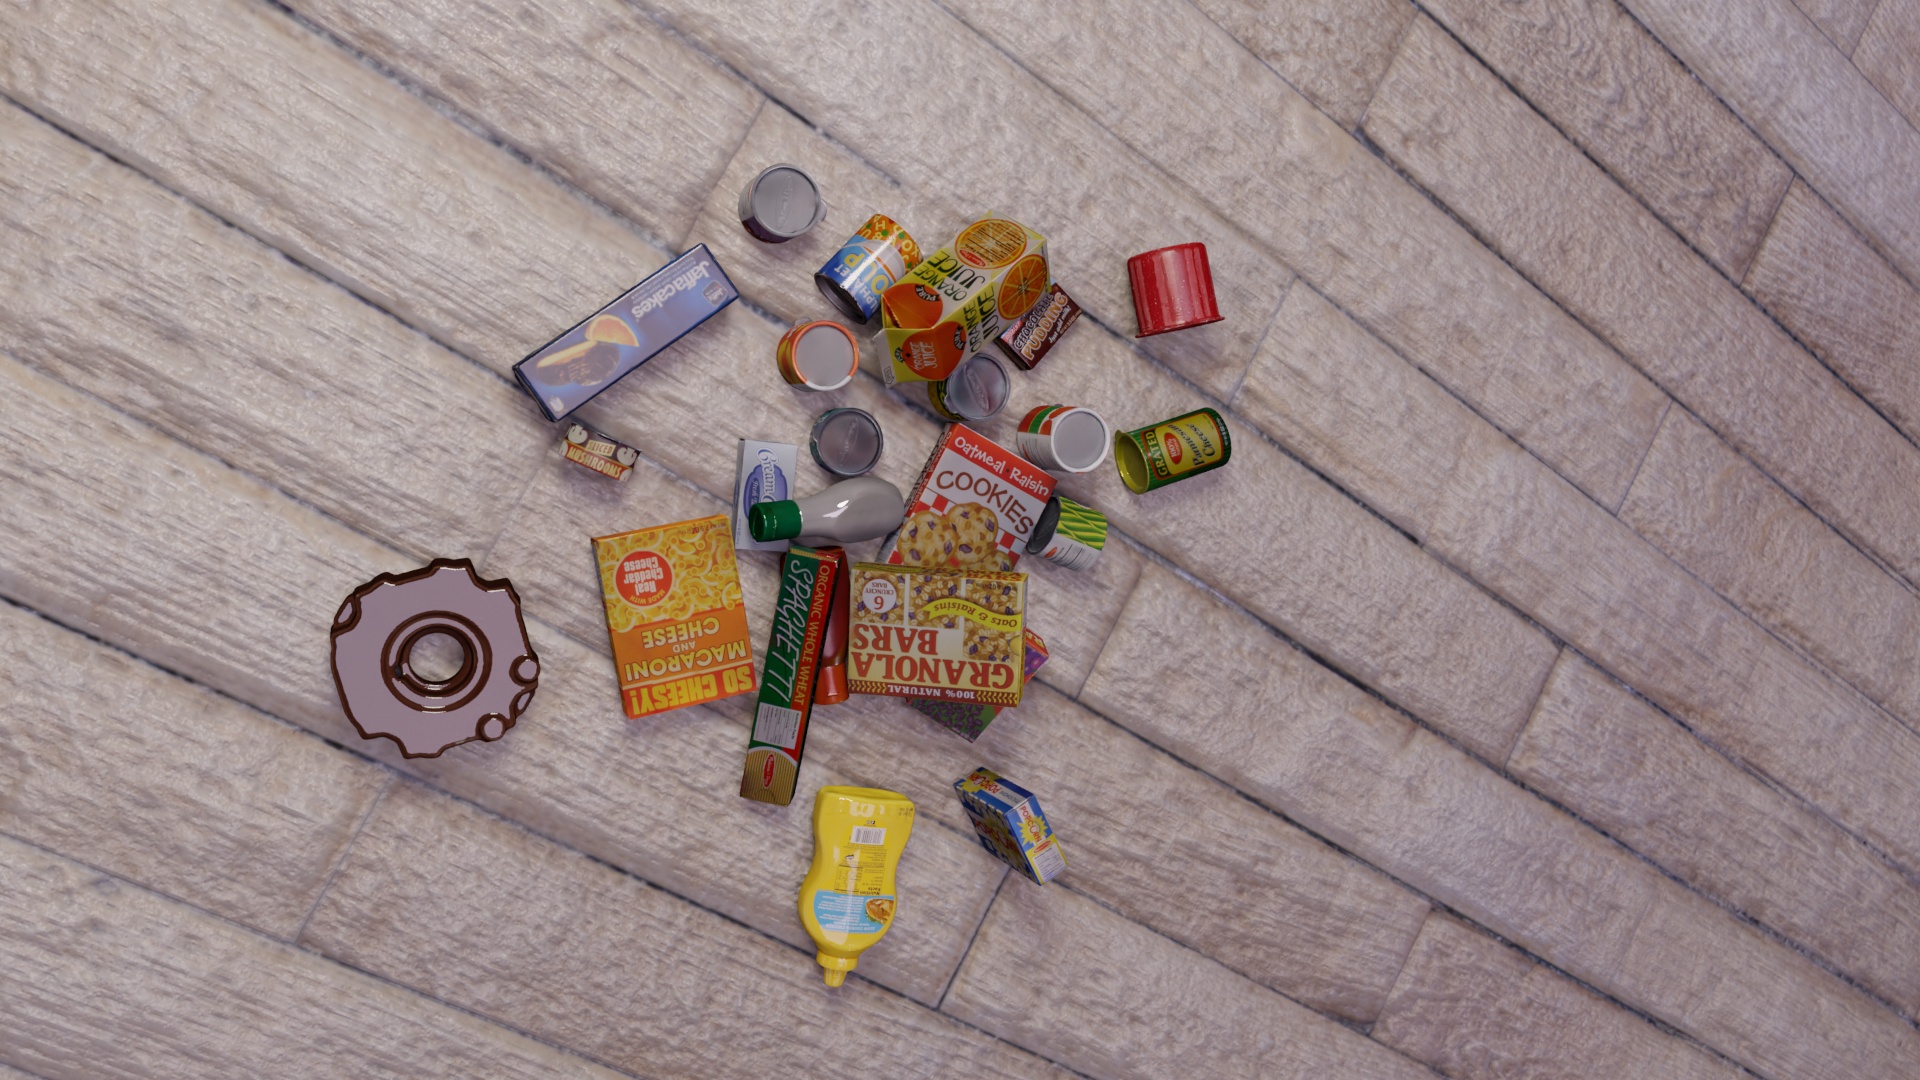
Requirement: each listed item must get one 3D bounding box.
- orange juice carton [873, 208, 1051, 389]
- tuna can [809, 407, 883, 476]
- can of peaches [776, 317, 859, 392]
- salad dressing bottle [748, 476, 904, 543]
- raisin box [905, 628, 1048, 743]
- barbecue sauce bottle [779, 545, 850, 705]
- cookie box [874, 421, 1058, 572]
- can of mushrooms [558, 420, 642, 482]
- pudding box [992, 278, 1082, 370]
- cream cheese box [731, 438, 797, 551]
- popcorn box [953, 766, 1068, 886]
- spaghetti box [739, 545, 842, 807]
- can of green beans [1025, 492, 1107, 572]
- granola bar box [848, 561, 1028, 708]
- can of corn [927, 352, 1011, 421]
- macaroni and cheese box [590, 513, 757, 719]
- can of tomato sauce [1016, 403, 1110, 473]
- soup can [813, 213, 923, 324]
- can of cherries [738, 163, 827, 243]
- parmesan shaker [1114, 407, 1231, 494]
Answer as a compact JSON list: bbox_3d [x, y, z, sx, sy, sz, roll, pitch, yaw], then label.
[{"bbox_3d":[-0.007,-0.222,1.311,0.193,0.073,0.071,-41,149,-20],"label":"orange juice carton"},{"bbox_3d":[-0.112,-0.095,1.328,0.071,0.033,0.071,-2,95,-21],"label":"tuna can"},{"bbox_3d":[-0.134,-0.174,1.300,0.071,0.058,0.071,-2,96,-21],"label":"can of peaches"},{"bbox_3d":[-0.125,-0.025,1.305,0.148,0.044,0.064,-8,128,-34],"label":"salad dressing bottle"},{"bbox_3d":[0.015,0.129,1.369,0.086,0.040,0.123,35,105,-20],"label":"raisin box"},{"bbox_3d":[-0.133,0.082,1.330,0.065,0.044,0.148,-9,98,-14],"label":"barbecue sauce bottle"},{"bbox_3d":[0.005,-0.017,1.377,0.123,0.040,0.167,29,86,-21],"label":"cookie box"},{"bbox_3d":[-0.319,-0.078,1.230,0.071,0.071,0.033,25,88,-21],"label":"can of mushrooms"},{"bbox_3d":[0.076,-0.217,1.391,0.049,0.030,0.084,44,79,-18],"label":"pudding box"},{"bbox_3d":[-0.186,-0.043,1.310,0.053,0.024,0.103,4,93,-23],"label":"cream cheese box"},{"bbox_3d":[0.049,0.280,1.373,0.038,0.126,0.085,-31,105,-18],"label":"popcorn box"},{"bbox_3d":[-0.159,0.127,1.300,0.050,0.029,0.249,13,101,2],"label":"spaghetti box"},{"bbox_3d":[0.107,-0.007,1.402,0.058,0.071,0.071,21,87,-22],"label":"can of green beans"},{"bbox_3d":[-0.022,0.088,1.313,0.165,0.039,0.124,4,102,8],"label":"granola bar box"},{"bbox_3d":[0.006,-0.148,1.355,0.071,0.058,0.071,-2,96,-21],"label":"can of corn"},{"bbox_3d":[-0.263,0.068,1.281,0.124,0.040,0.166,-11,98,-20],"label":"macaroni and cheese box"},{"bbox_3d":[0.103,-0.103,1.383,0.071,0.083,0.071,-2,96,-20],"label":"can of tomato sauce"},{"bbox_3d":[-0.084,-0.255,1.304,0.071,0.071,0.084,46,79,-18],"label":"soup can"},{"bbox_3d":[-0.164,-0.307,1.277,0.071,0.058,0.071,-2,94,-21],"label":"can of cherries"},{"bbox_3d":[0.219,-0.096,1.438,0.103,0.071,0.071,-19,101,-19],"label":"parmesan shaker"}]
